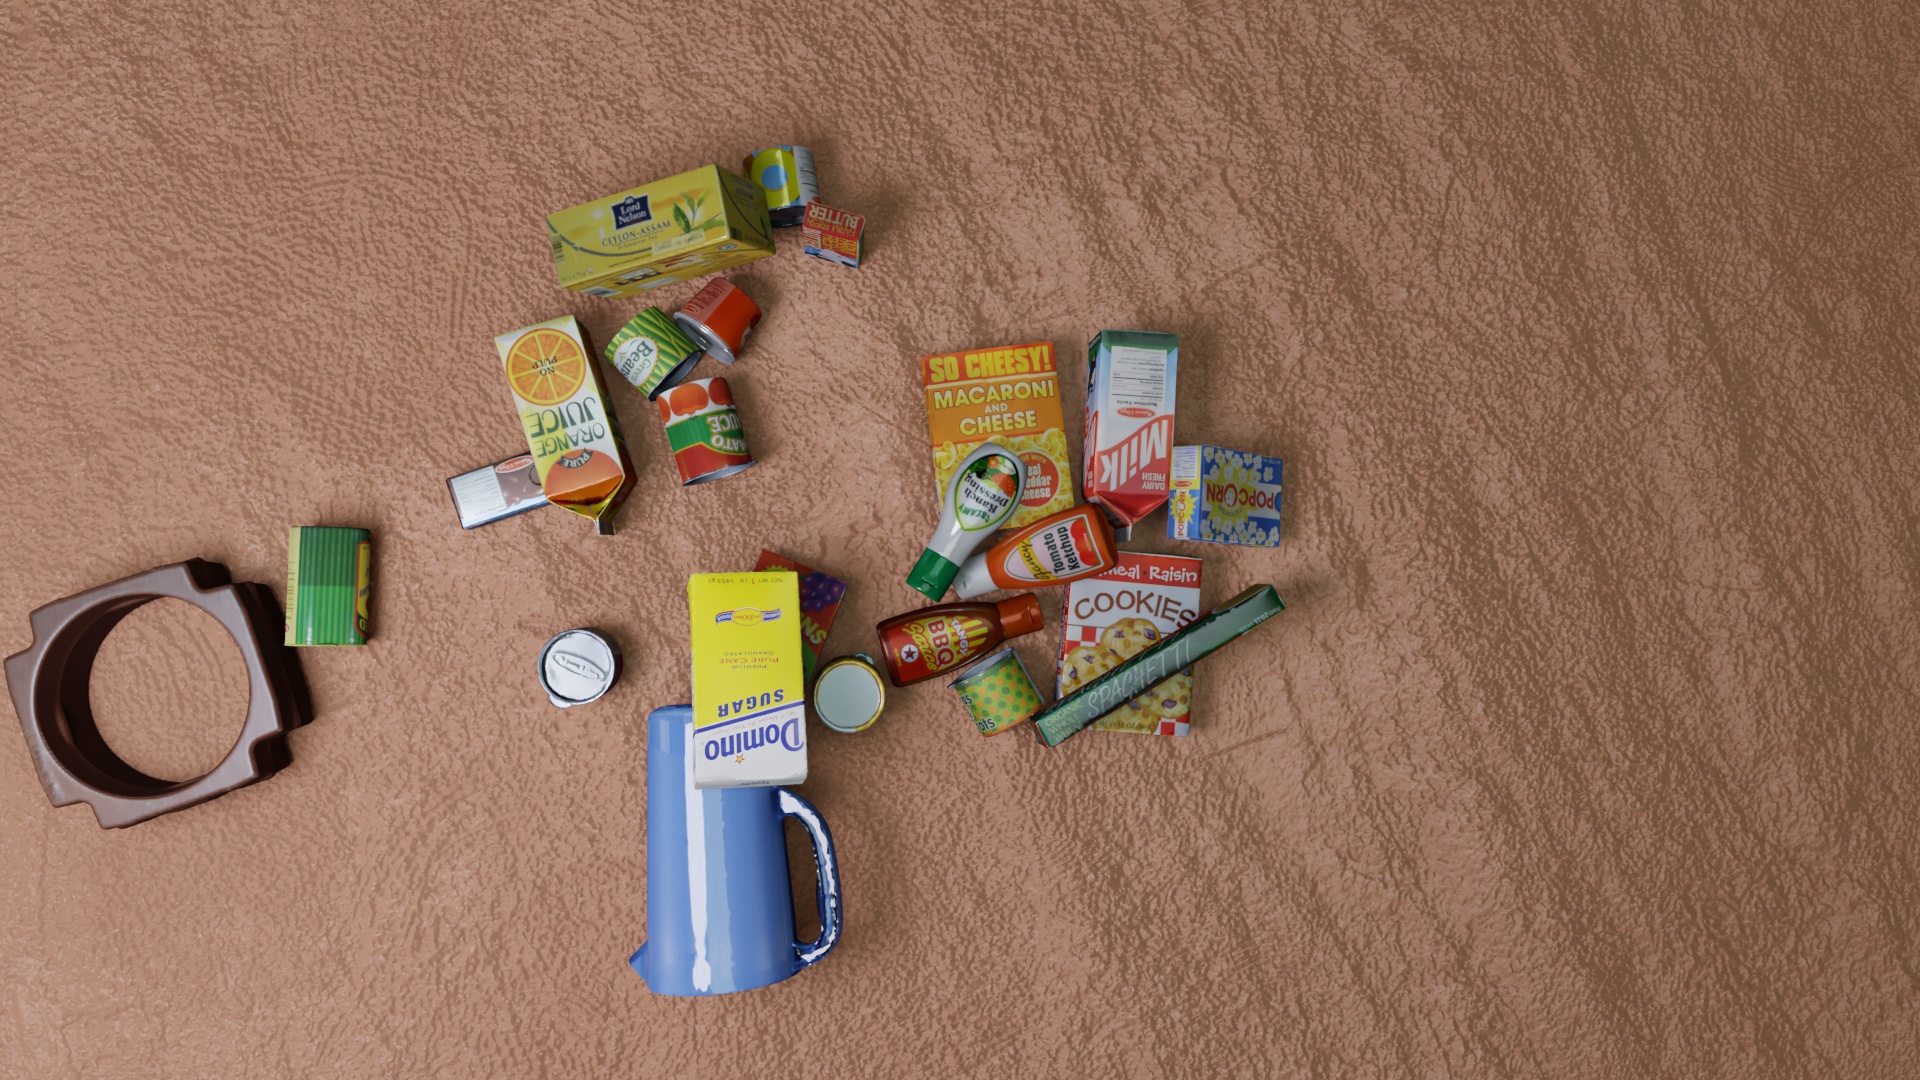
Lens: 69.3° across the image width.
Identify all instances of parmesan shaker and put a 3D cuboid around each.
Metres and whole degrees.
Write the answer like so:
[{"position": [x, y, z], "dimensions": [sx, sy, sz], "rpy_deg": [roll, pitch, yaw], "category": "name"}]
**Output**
[{"position": [-0.550, 0.040, 1.210], "dimensions": [0.071, 0.071, 0.103], "rpy_deg": [1, 87, -5], "category": "parmesan shaker"}]

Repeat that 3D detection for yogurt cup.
[{"position": [-0.217, -0.201, 1.257], "dimensions": [0.072, 0.072, 0.054], "rpy_deg": [37, 77, -3], "category": "yogurt cup"}]

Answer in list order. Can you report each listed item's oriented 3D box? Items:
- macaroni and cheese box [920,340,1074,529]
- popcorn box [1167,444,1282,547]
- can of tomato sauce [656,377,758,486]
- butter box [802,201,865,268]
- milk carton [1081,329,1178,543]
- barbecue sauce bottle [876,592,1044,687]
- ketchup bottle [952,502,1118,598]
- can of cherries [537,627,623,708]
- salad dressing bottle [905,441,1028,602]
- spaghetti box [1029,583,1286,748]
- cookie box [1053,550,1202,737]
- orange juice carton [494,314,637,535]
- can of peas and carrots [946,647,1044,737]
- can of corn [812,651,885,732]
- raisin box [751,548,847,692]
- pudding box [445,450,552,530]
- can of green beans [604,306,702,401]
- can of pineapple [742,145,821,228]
[{"position": [0.034, -0.093, 1.287], "dimensions": [0.124, 0.040, 0.166], "rpy_deg": [-7, 89, -5], "category": "macaroni and cheese box"}, {"position": [0.243, -0.039, 1.271], "dimensions": [0.127, 0.038, 0.085], "rpy_deg": [5, 86, -43], "category": "popcorn box"}, {"position": [-0.228, -0.098, 1.248], "dimensions": [0.071, 0.071, 0.083], "rpy_deg": [-18, 89, -6], "category": "can of tomato sauce"}, {"position": [-0.114, -0.274, 1.249], "dimensions": [0.053, 0.103, 0.024], "rpy_deg": [15, 86, -4], "category": "butter box"}, {"position": [0.154, -0.093, 1.282], "dimensions": [0.073, 0.072, 0.190], "rpy_deg": [3, 87, -4], "category": "milk carton"}, {"position": [0.001, 0.085, 1.274], "dimensions": [0.149, 0.043, 0.064], "rpy_deg": [-16, 96, -6], "category": "barbecue sauce bottle"}, {"position": [0.065, 0.016, 1.258], "dimensions": [0.148, 0.044, 0.064], "rpy_deg": [-18, 94, 20], "category": "ketchup bottle"}, {"position": [-0.338, 0.113, 1.234], "dimensions": [0.071, 0.058, 0.071], "rpy_deg": [0, 88, -6], "category": "can of cherries"}, {"position": [0.004, -0.016, 1.239], "dimensions": [0.064, 0.044, 0.147], "rpy_deg": [32, 87, -4], "category": "salad dressing bottle"}, {"position": [0.175, 0.111, 1.245], "dimensions": [0.250, 0.050, 0.028], "rpy_deg": [-30, 91, -6], "category": "spaghetti box"}, {"position": [0.155, 0.093, 1.290], "dimensions": [0.123, 0.040, 0.167], "rpy_deg": [5, 88, -5], "category": "cookie box"}, {"position": [-0.343, -0.095, 1.235], "dimensions": [0.073, 0.072, 0.192], "rpy_deg": [-18, 89, -5], "category": "orange juice carton"}, {"position": [0.033, 0.140, 1.263], "dimensions": [0.071, 0.071, 0.058], "rpy_deg": [-31, 92, -6], "category": "can of peas and carrots"}, {"position": [-0.100, 0.136, 1.255], "dimensions": [0.071, 0.058, 0.071], "rpy_deg": [0, 88, -5], "category": "can of corn"}, {"position": [-0.161, 0.078, 1.235], "dimensions": [0.086, 0.040, 0.124], "rpy_deg": [22, 56, -3], "category": "raisin box"}, {"position": [-0.411, -0.045, 1.248], "dimensions": [0.084, 0.030, 0.049], "rpy_deg": [-19, 89, -6], "category": "pudding box"}, {"position": [-0.276, -0.168, 1.247], "dimensions": [0.058, 0.071, 0.071], "rpy_deg": [45, 85, -2], "category": "can of green beans"}, {"position": [-0.164, -0.321, 1.265], "dimensions": [0.071, 0.071, 0.058], "rpy_deg": [-9, 88, -6], "category": "can of pineapple"}]
